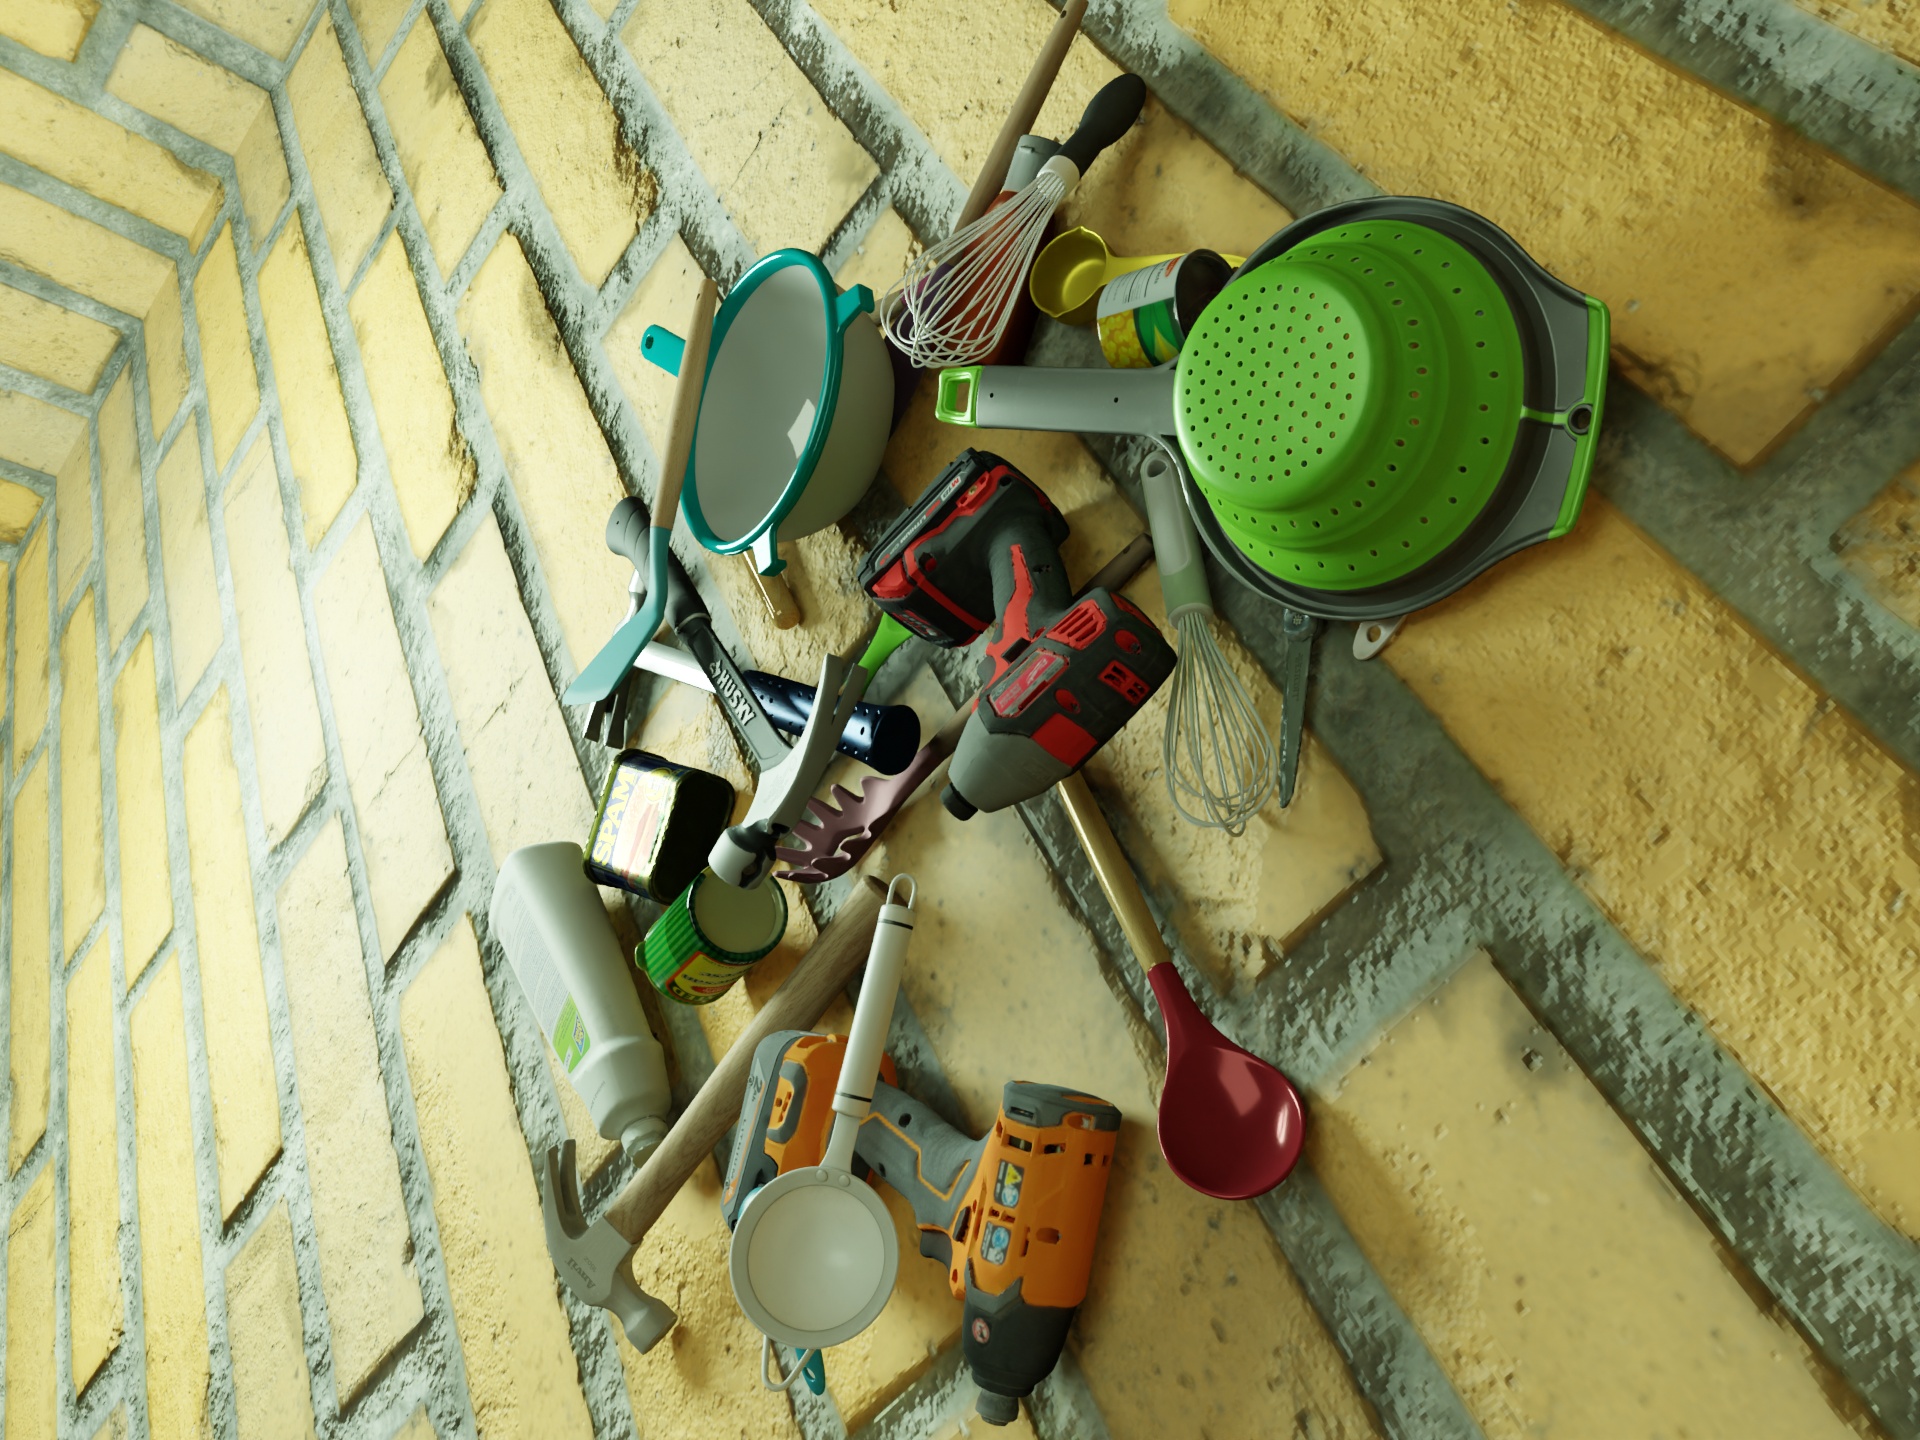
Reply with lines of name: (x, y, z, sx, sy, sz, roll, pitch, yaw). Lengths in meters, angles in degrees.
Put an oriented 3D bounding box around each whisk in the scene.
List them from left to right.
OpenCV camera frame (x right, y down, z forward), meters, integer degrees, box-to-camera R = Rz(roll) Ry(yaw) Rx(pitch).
whisk: (-0.166, -0.154, 1.190, 0.245, 0.051, 0.047, 61, 139, 36)
whisk: (0.044, -0.306, 0.953, 0.070, 0.070, 0.285, 1, 47, 46)
whisk: (0.123, -0.048, 0.841, 0.058, 0.059, 0.247, -22, 54, 24)

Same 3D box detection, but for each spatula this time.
spatula: (-0.212, -0.161, 1.102, 0.082, 0.044, 0.317, -3, 74, 55)
spatula: (0.004, -0.330, 1.064, 0.060, 0.018, 0.315, 52, 122, 40)

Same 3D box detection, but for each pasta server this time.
pasta server: (-0.002, -0.003, 0.955, 0.316, 0.040, 0.060, -44, 33, 22)

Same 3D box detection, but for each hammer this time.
hammer: (-0.175, -0.060, 1.081, 0.149, 0.036, 0.409, -57, 38, 14)
hammer: (-0.146, 0.229, 0.988, 0.130, 0.031, 0.331, 40, 100, 14)
hammer: (-0.155, -0.018, 1.094, 0.406, 0.035, 0.144, 17, 87, 53)

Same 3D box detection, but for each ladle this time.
ladle: (0.092, 0.108, 0.820, 0.069, 0.031, 0.316, -24, 49, 1)

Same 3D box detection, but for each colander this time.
colander: (0.109, -0.163, 0.798, 0.397, 0.094, 0.204, 12, 98, 42)

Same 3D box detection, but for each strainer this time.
strainer: (-0.138, -0.233, 1.149, 0.341, 0.095, 0.211, 38, 112, 53)
strainer: (-0.055, 0.204, 0.809, 0.087, 0.050, 0.258, 10, 77, 13)

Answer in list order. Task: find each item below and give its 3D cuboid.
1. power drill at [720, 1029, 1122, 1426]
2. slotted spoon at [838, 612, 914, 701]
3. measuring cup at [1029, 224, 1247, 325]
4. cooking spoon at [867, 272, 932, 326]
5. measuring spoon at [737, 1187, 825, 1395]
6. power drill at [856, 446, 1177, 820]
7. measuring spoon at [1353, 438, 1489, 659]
power drill: (-0.025, 0.259, 0.844, 0.226, 0.084, 0.164, 5, 80, 43)
slotted spoon: (-0.084, -0.001, 1.048, 0.313, 0.031, 0.070, -56, 43, 16)
measuring cup: (0.113, -0.266, 0.961, 0.157, 0.029, 0.062, 12, 83, 36)
cooking spoon: (-0.057, -0.295, 1.144, 0.319, 0.017, 0.069, -14, 64, 41)
measuring spoon: (-0.094, 0.308, 0.841, 0.042, 0.021, 0.128, 4, 111, 43)
power drill: (0.022, -0.046, 0.878, 0.143, 0.078, 0.220, -46, 36, 14)
measuring spoon: (0.230, -0.080, 0.770, 0.124, 0.018, 0.034, -59, 43, 20)
